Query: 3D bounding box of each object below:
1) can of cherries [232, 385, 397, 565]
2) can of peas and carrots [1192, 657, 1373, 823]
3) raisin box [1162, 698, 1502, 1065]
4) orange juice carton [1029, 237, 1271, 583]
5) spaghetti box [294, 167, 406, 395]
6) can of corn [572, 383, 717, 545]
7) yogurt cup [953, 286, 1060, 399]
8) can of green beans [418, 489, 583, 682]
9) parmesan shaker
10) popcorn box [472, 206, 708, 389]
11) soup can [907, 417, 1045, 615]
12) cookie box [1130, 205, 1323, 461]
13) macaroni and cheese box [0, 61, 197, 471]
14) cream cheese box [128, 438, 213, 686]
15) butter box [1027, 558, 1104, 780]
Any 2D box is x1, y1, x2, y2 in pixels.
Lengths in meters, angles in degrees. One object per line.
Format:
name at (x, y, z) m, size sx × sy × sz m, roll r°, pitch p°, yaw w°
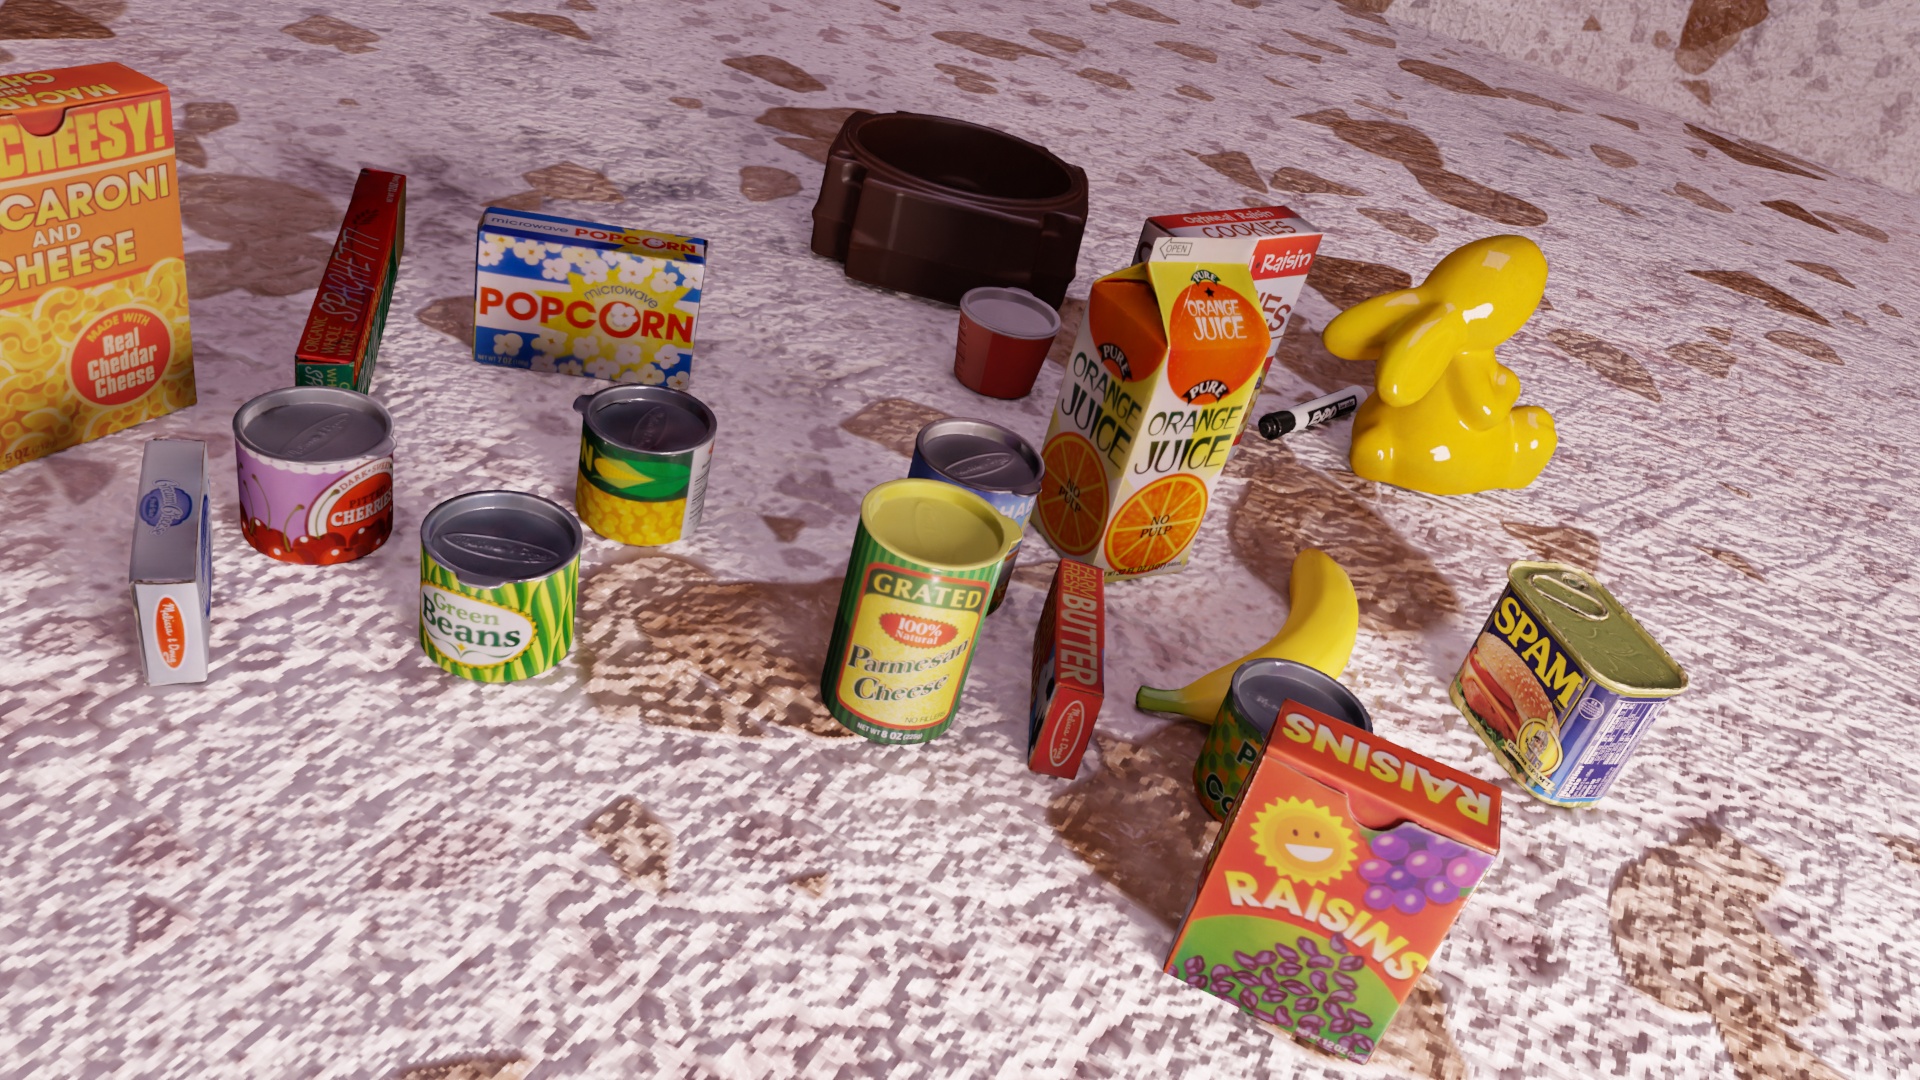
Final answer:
can of cherries at (-0.294, -0.029, 0.638) m, size 0.071 × 0.058 × 0.072 m, roll 11°, pitch 33°, yaw -7°
can of peas and carrots at (0.145, 0.098, 0.632) m, size 0.071 × 0.058 × 0.071 m, roll 11°, pitch 33°, yaw -7°
raisin box at (0.137, 0.130, 0.523) m, size 0.086 × 0.122 × 0.040 m, roll 23°, pitch 34°, yaw 12°
orange juice carton at (0.103, -0.075, 0.749) m, size 0.072 × 0.191 × 0.073 m, roll -7°, pitch 39°, yaw -31°
spaghetti box at (-0.343, -0.141, 0.791) m, size 0.029 × 0.050 × 0.251 m, roll 4°, pitch 35°, yaw -18°
can of corn at (-0.163, -0.039, 0.708) m, size 0.071 × 0.058 × 0.071 m, roll 11°, pitch 33°, yaw -7°
yogurt cup at (0.028, -0.130, 0.926) m, size 0.072 × 0.053 × 0.073 m, roll 11°, pitch 33°, yaw -7°
can of green beans at (-0.201, 0.020, 0.605) m, size 0.071 × 0.057 × 0.071 m, roll 11°, pitch 33°, yaw -7°
parmesan shaker at (-0.019, 0.033, 0.619) m, size 0.071 × 0.102 × 0.072 m, roll 11°, pitch 33°, yaw -7°
popcorn box at (-0.216, -0.140, 0.811) m, size 0.127 × 0.084 × 0.038 m, roll 6°, pitch 34°, yaw -14°
soup can at (0.003, -0.009, 0.708) m, size 0.071 × 0.083 × 0.072 m, roll 11°, pitch 33°, yaw -7°
cookie box at (0.142, -0.119, 0.853) m, size 0.123 × 0.166 × 0.040 m, roll -14°, pitch 43°, yaw -38°
macaroni and cheese box at (-0.416, -0.120, 0.625) m, size 0.040 × 0.165 × 0.124 m, roll 27°, pitch 35°, yaw 17°
cream cheese box at (-0.326, 0.007, 0.577) m, size 0.024 × 0.053 × 0.104 m, roll -2°, pitch 37°, yaw -25°
butter box at (0.050, 0.058, 0.657) m, size 0.024 × 0.052 × 0.104 m, roll 14°, pitch 33°, yaw -3°
